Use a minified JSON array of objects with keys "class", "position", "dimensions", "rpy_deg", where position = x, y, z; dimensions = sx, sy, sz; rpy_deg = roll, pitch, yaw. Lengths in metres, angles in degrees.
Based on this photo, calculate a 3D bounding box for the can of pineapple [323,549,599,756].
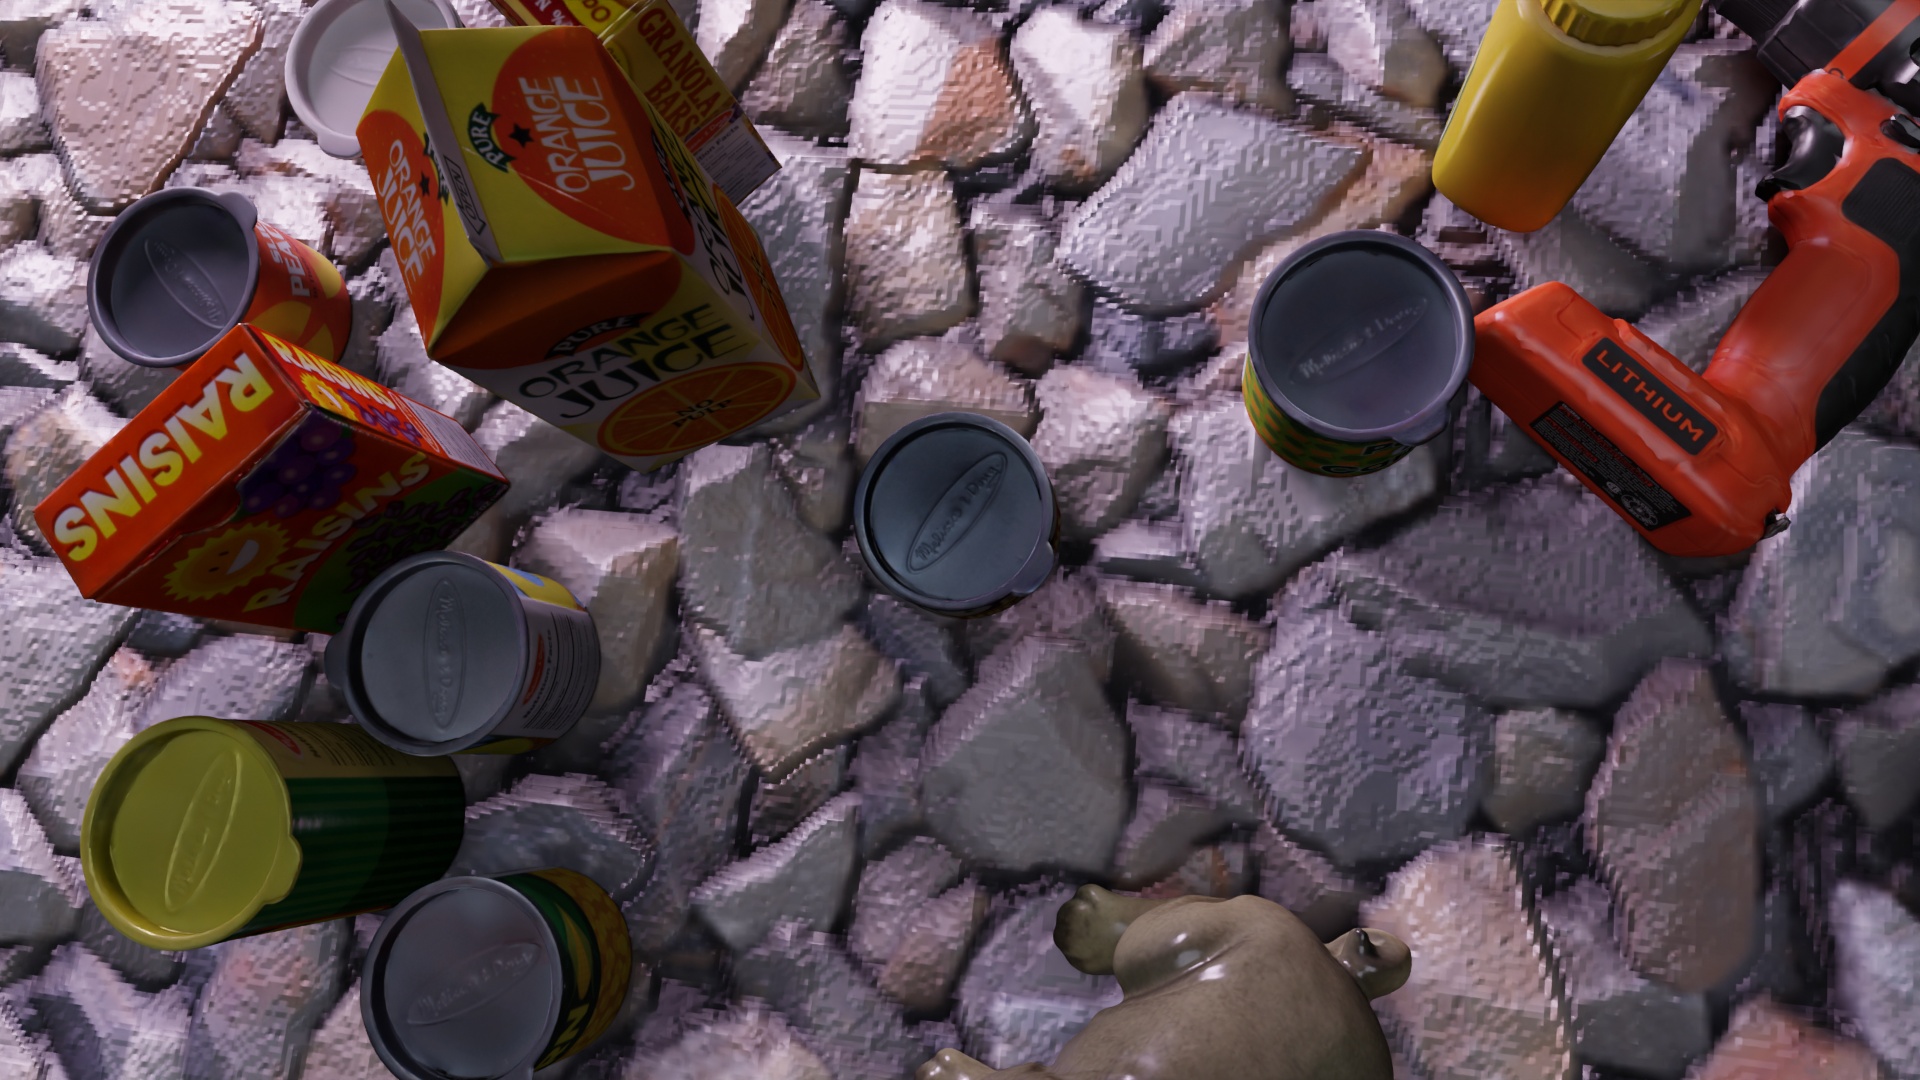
[{"class":"can of pineapple","position":[-0.166,0.039,0.471],"dimensions":[0.071,0.058,0.071],"rpy_deg":[-1,80,9]}]

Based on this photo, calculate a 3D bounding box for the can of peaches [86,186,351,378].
[{"class":"can of peaches","position":[-0.267,-0.089,0.509],"dimensions":[0.071,0.058,0.071],"rpy_deg":[-1,80,9]}]

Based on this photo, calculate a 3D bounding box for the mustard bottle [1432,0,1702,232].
[{"class":"mustard bottle","position":[0.175,-0.142,0.396],"dimensions":[0.049,0.160,0.065],"rpy_deg":[31,87,12]}]

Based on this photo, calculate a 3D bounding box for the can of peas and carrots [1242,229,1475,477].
[{"class":"can of peas and carrots","position":[0.125,-0.055,0.441],"dimensions":[0.071,0.058,0.071],"rpy_deg":[-1,80,9]}]

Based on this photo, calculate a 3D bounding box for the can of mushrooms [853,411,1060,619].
[{"class":"can of mushrooms","position":[0.002,-0.006,0.465],"dimensions":[0.071,0.033,0.071],"rpy_deg":[-1,80,9]}]

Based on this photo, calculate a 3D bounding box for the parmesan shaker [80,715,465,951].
[{"class":"parmesan shaker","position":[-0.212,0.092,0.446],"dimensions":[0.071,0.103,0.071],"rpy_deg":[-1,81,9]}]

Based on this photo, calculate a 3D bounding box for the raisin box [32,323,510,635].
[{"class":"raisin box","position":[-0.217,-0.013,0.455],"dimensions":[0.086,0.123,0.040],"rpy_deg":[-41,77,1]}]

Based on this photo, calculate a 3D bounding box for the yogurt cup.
[{"class":"yogurt cup","position":[-0.203,-0.166,0.515],"dimensions":[0.072,0.054,0.072],"rpy_deg":[-1,80,9]}]

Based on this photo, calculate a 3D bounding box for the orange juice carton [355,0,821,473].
[{"class":"orange juice carton","position":[-0.109,-0.084,0.414],"dimensions":[0.073,0.192,0.072],"rpy_deg":[-23,78,5]}]

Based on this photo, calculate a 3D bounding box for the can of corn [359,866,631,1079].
[{"class":"can of corn","position":[-0.147,0.143,0.450],"dimensions":[0.071,0.058,0.071],"rpy_deg":[-1,80,9]}]

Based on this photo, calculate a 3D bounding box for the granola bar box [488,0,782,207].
[{"class":"granola bar box","position":[-0.143,-0.193,0.474],"dimensions":[0.039,0.124,0.166],"rpy_deg":[-43,77,0]}]
